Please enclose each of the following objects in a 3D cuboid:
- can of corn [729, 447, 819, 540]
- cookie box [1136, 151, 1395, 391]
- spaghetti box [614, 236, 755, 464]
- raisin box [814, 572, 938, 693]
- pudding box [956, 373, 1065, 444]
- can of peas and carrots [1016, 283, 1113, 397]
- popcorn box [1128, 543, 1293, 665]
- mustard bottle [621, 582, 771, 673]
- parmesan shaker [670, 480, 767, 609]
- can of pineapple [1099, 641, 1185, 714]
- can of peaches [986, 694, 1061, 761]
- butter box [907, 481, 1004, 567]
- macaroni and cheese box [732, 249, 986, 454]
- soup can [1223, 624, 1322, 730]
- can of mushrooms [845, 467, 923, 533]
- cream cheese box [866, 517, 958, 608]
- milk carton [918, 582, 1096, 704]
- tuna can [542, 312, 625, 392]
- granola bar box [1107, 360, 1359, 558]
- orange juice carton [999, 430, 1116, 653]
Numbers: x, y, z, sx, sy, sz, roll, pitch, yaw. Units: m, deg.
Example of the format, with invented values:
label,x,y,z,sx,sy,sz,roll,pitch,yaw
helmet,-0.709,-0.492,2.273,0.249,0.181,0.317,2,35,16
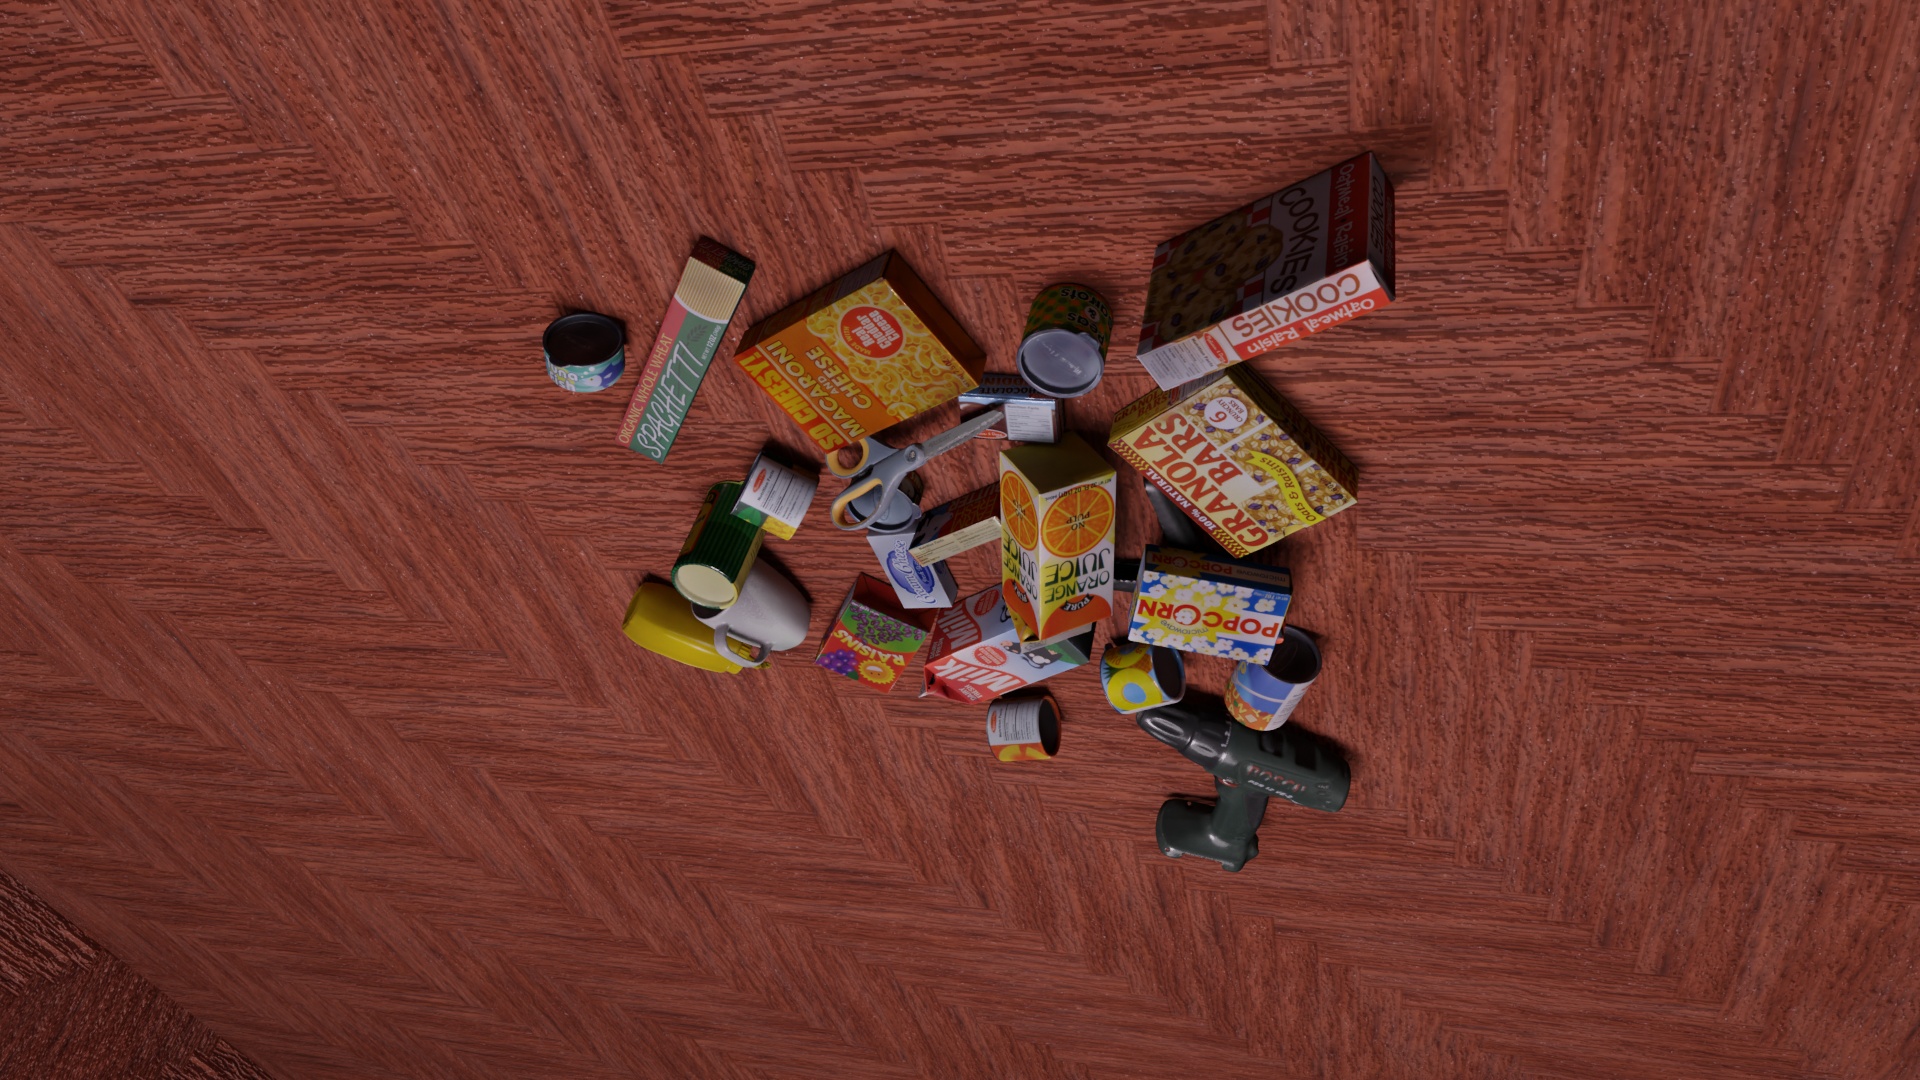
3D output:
label,x,y,z,sx,sy,sz,roll,pitch,yaw
can of corn,-0.167,-0.041,1.250,0.058,0.071,0.070,26,138,-12
cookie box,0.206,-0.179,0.931,0.167,0.123,0.040,-19,129,34
spaghetti box,-0.237,-0.153,1.176,0.050,0.029,0.248,27,138,-11
raisin box,-0.086,0.094,1.392,0.086,0.040,0.122,23,137,-9
pudding box,0.042,-0.108,1.134,0.084,0.030,0.049,5,139,13
can of peas and carrots,0.081,-0.153,1.050,0.071,0.059,0.070,9,138,8
popcorn box,0.213,0.055,1.193,0.127,0.038,0.084,10,131,3
mustard bottle,-0.269,0.102,1.442,0.160,0.066,0.048,29,133,-20
parmesan shaker,-0.220,0.002,1.284,0.071,0.103,0.071,9,138,8
can of pineapple,0.173,0.127,1.323,0.057,0.071,0.071,-19,128,33
can of peaches,0.067,0.193,1.432,0.058,0.071,0.071,-8,133,25
butter box,0.004,-0.015,1.231,0.103,0.053,0.024,-22,124,34
macaroni and cheese box,-0.082,-0.148,1.123,0.166,0.040,0.123,-21,127,34
soup can,0.286,0.125,1.286,0.071,0.072,0.083,17,139,0
can of mushrooms,-0.066,-0.040,1.241,0.071,0.034,0.070,9,138,9
cream cheese box,-0.045,0.022,1.310,0.053,0.024,0.103,-4,135,24
milk carton,0.034,0.097,1.329,0.190,0.073,0.073,-25,125,37
tuna can,-0.317,-0.156,1.166,0.071,0.071,0.032,14,140,3
granola bar box,0.220,-0.065,1.116,0.165,0.039,0.123,39,135,-23
orange juice carton,0.082,0.012,1.175,0.072,0.073,0.191,-17,128,-19
